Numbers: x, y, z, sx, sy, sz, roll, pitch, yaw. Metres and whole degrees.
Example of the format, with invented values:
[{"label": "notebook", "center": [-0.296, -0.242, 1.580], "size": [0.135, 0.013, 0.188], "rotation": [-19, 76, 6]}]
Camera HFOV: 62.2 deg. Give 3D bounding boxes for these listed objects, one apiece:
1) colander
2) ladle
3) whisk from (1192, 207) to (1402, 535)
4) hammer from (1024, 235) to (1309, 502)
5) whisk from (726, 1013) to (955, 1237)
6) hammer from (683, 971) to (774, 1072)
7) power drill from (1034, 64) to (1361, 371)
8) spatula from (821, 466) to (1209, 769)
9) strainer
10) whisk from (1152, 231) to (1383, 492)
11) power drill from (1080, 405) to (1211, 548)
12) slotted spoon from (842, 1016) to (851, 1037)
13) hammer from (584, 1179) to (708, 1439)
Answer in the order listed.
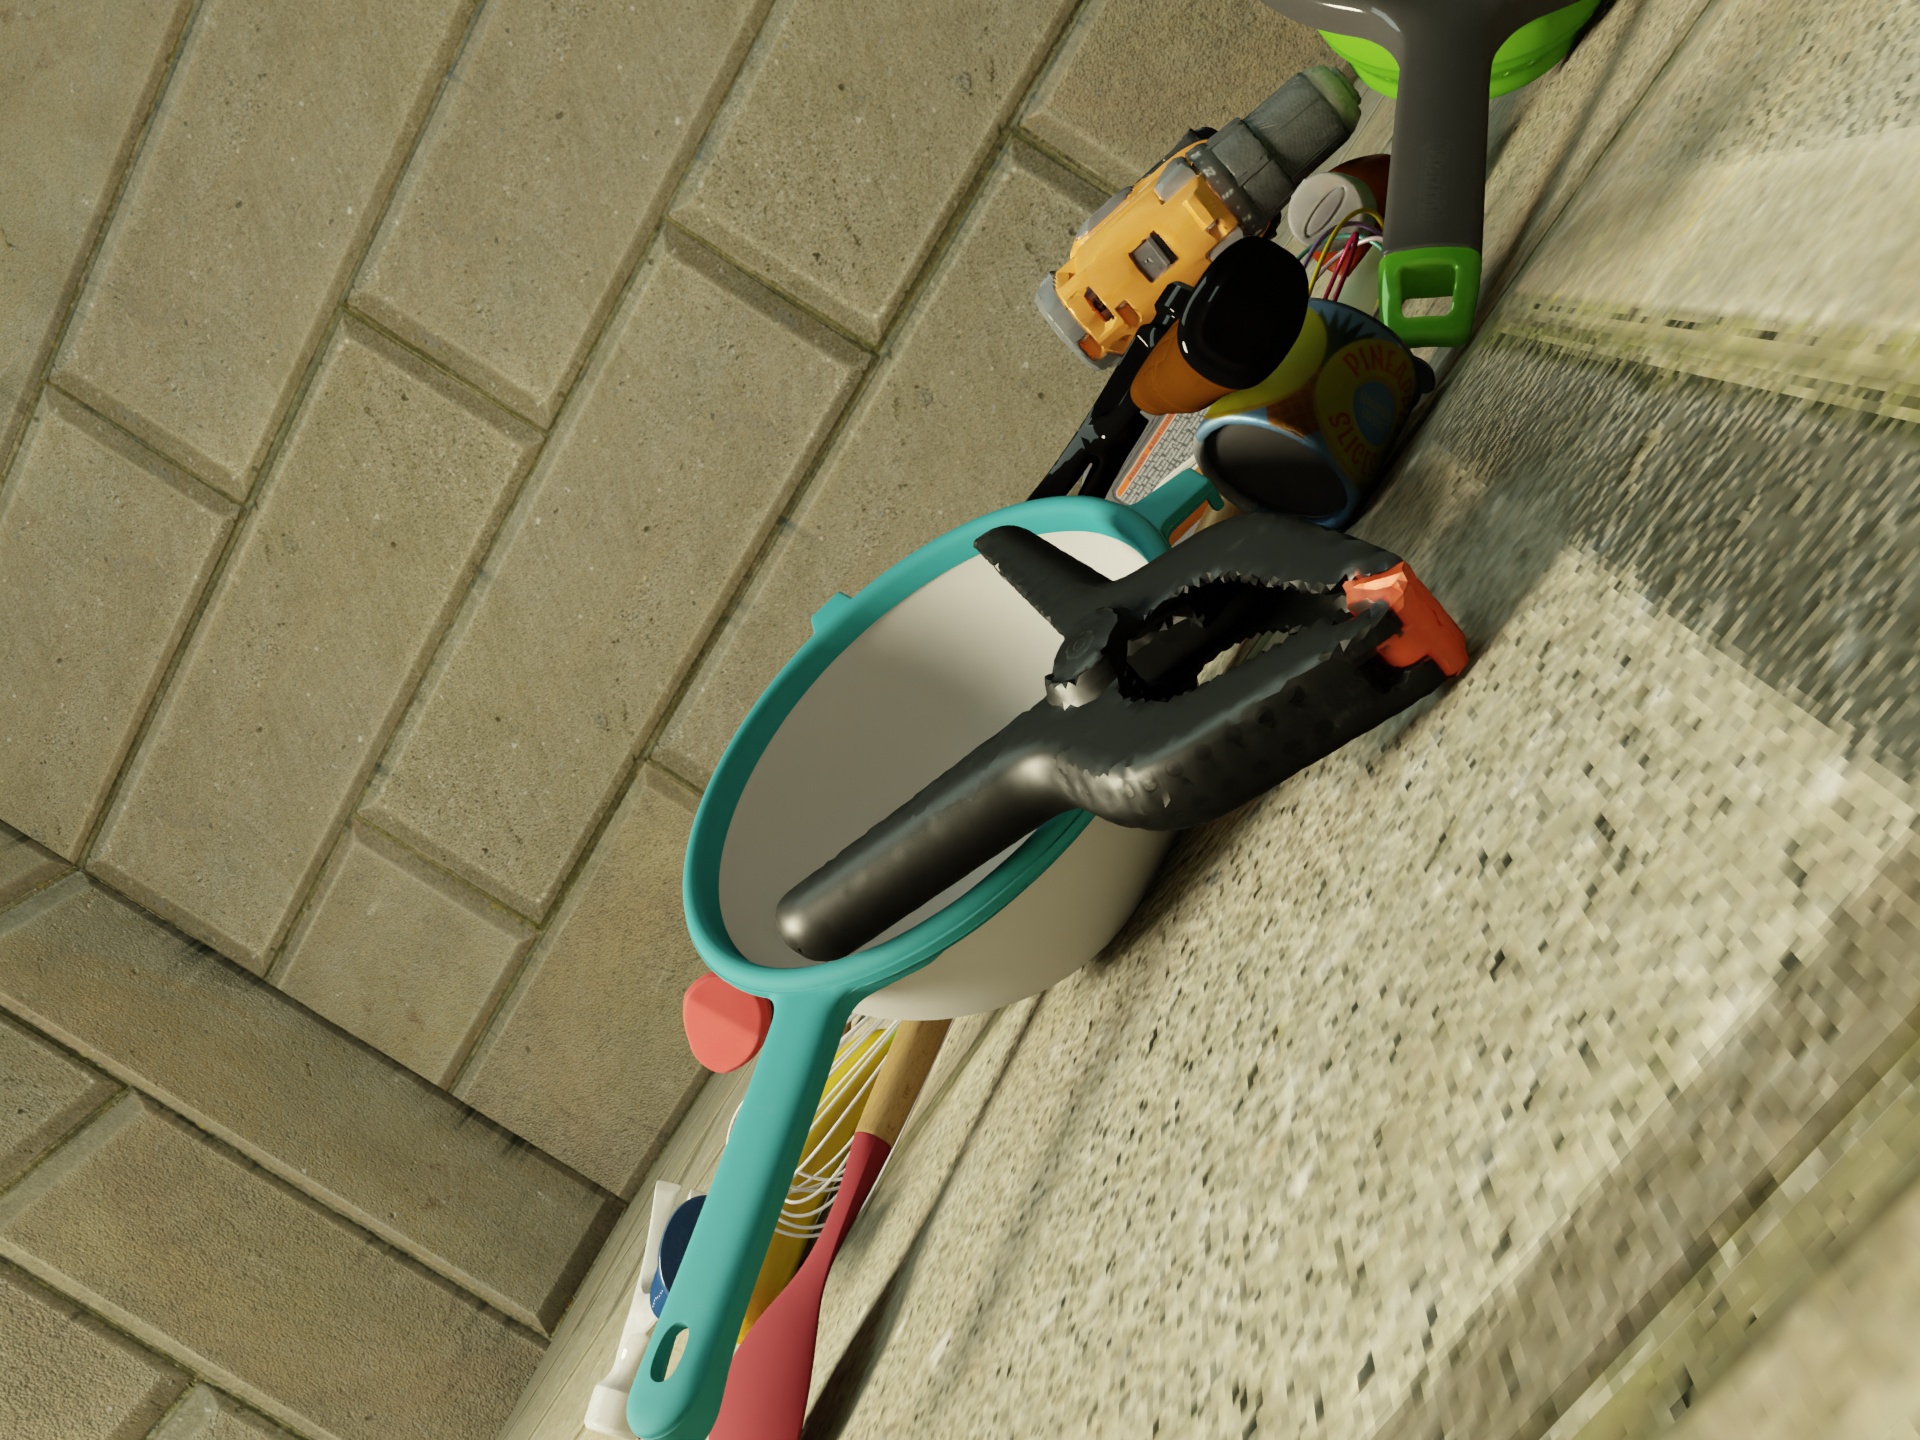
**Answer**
[{"label": "colander", "center": [0.215, -0.286, 0.695], "size": [0.094, 0.204, 0.397], "rotation": [63, -145, -53]}, {"label": "ladle", "center": [-0.020, 0.130, 0.579], "size": [0.316, 0.031, 0.069], "rotation": [-65, 9, -31]}, {"label": "whisk", "center": [0.122, -0.111, 0.652], "size": [0.245, 0.051, 0.047], "rotation": [-61, -14, -15]}, {"label": "hammer", "center": [0.074, -0.123, 0.591], "size": [0.127, 0.034, 0.337], "rotation": [-57, 3, 7]}, {"label": "whisk", "center": [-0.002, 0.103, 0.672], "size": [0.284, 0.070, 0.070], "rotation": [-52, 3, 6]}, {"label": "hammer", "center": [-0.053, 0.105, 0.813], "size": [0.143, 0.038, 0.386], "rotation": [-62, -9, 3]}, {"label": "power drill", "center": [0.134, -0.282, 0.881], "size": [0.185, 0.084, 0.226], "rotation": [-39, 8, 19]}, {"label": "spatula", "center": [0.058, -0.068, 0.715], "size": [0.322, 0.041, 0.081], "rotation": [-44, -1, -13]}, {"label": "strainer", "center": [-0.009, 0.077, 0.526], "size": [0.211, 0.095, 0.341], "rotation": [-15, 43, 40]}, {"label": "whisk", "center": [0.164, -0.161, 0.783], "size": [0.246, 0.059, 0.058], "rotation": [-53, 40, 14]}, {"label": "power drill", "center": [0.142, -0.175, 0.961], "size": [0.164, 0.084, 0.226], "rotation": [-57, -2, 25]}, {"label": "slotted spoon", "center": [-0.082, 0.160, 1.027], "size": [0.070, 0.031, 0.313], "rotation": [-54, -13, -23]}, {"label": "hammer", "center": [-0.145, 0.280, 0.794], "size": [0.405, 0.035, 0.144], "rotation": [120, 166, -62]}]
